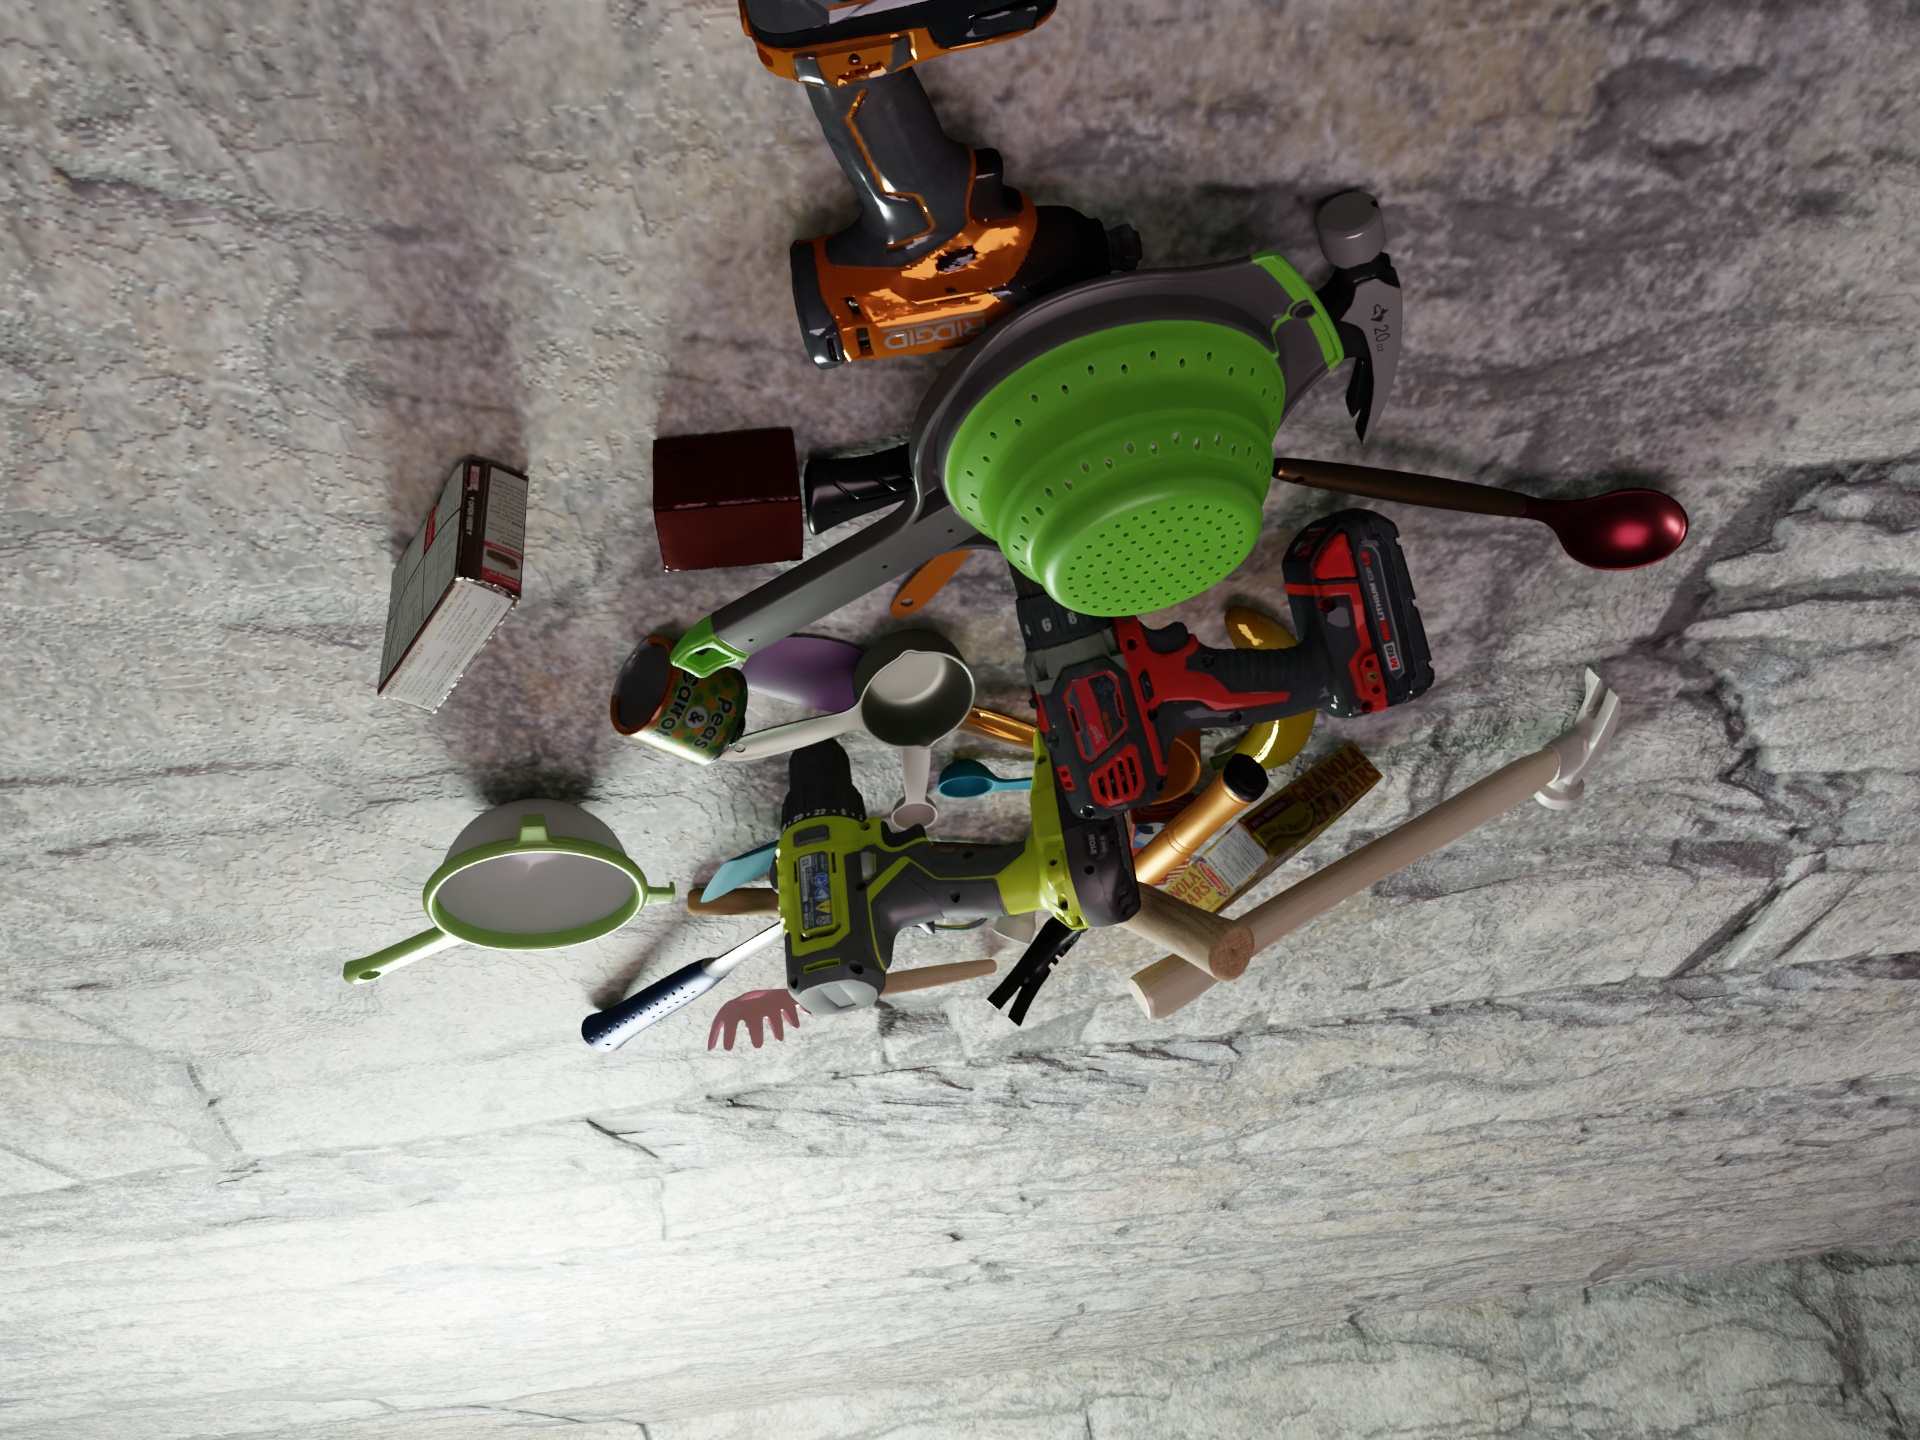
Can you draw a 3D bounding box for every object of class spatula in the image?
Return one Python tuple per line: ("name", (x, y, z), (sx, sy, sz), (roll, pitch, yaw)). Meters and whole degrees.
("spatula", (-0.036, 0.110, 1.210), (0.317, 0.044, 0.082), (5, 151, -21))
("spatula", (-0.002, -0.003, 1.078), (0.315, 0.018, 0.059), (16, 130, -31))

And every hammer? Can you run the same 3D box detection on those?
("hammer", (0.123, 0.120, 1.169), (0.034, 0.127, 0.336), (40, 143, 2))
("hammer", (0.301, 0.097, 1.150), (0.410, 0.038, 0.146), (-27, 147, -13))
("hammer", (-0.181, 0.193, 1.250), (0.144, 0.035, 0.405), (17, 146, -35))
("hammer", (0.108, 0.117, 1.072), (0.031, 0.130, 0.331), (22, 178, -19))
("hammer", (0.070, -0.163, 0.852), (0.335, 0.035, 0.146), (-17, 144, 12))

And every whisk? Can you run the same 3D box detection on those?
("whisk", (-0.091, 0.145, 1.250), (0.245, 0.051, 0.047), (1, 150, -9))

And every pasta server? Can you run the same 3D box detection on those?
("pasta server", (-0.076, 0.224, 1.285), (0.060, 0.040, 0.316), (-11, 173, 41))

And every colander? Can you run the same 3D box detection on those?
("colander", (0.015, -0.083, 0.812), (0.397, 0.095, 0.204), (-26, 151, 22))

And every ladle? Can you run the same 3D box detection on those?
("ladle", (0.309, -0.128, 0.937), (0.315, 0.031, 0.069), (4, 143, -28))

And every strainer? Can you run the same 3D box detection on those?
("strainer", (-0.340, 0.119, 1.128), (0.256, 0.069, 0.151), (-24, 145, 21))

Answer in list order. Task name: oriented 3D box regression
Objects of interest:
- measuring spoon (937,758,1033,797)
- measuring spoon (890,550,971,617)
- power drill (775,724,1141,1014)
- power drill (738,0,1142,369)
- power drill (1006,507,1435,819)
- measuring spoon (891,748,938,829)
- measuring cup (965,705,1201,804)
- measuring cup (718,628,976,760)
("measuring spoon", (0.046, 0.037, 1.140), (0.128, 0.021, 0.042), (-3, 156, -8))
("measuring spoon", (-0.011, -0.096, 0.953), (0.021, 0.011, 0.117), (13, 143, -29))
("power drill", (-0.011, 0.075, 1.029), (0.228, 0.191, 0.080), (-14, 146, 10))
("power drill", (-0.003, -0.249, 0.676), (0.164, 0.084, 0.226), (-10, 150, 0))
("power drill", (0.143, -0.060, 0.933), (0.226, 0.188, 0.080), (-18, -173, -4))
("measuring spoon", (-0.032, 0.034, 1.132), (0.034, 0.018, 0.124), (-3, 138, -6))
("measuring cup", (0.081, 0.001, 1.082), (0.173, 0.052, 0.095), (17, 141, -10))
("measuring cup", (-0.074, -0.011, 1.009), (0.167, 0.038, 0.083), (-16, 131, -5))
